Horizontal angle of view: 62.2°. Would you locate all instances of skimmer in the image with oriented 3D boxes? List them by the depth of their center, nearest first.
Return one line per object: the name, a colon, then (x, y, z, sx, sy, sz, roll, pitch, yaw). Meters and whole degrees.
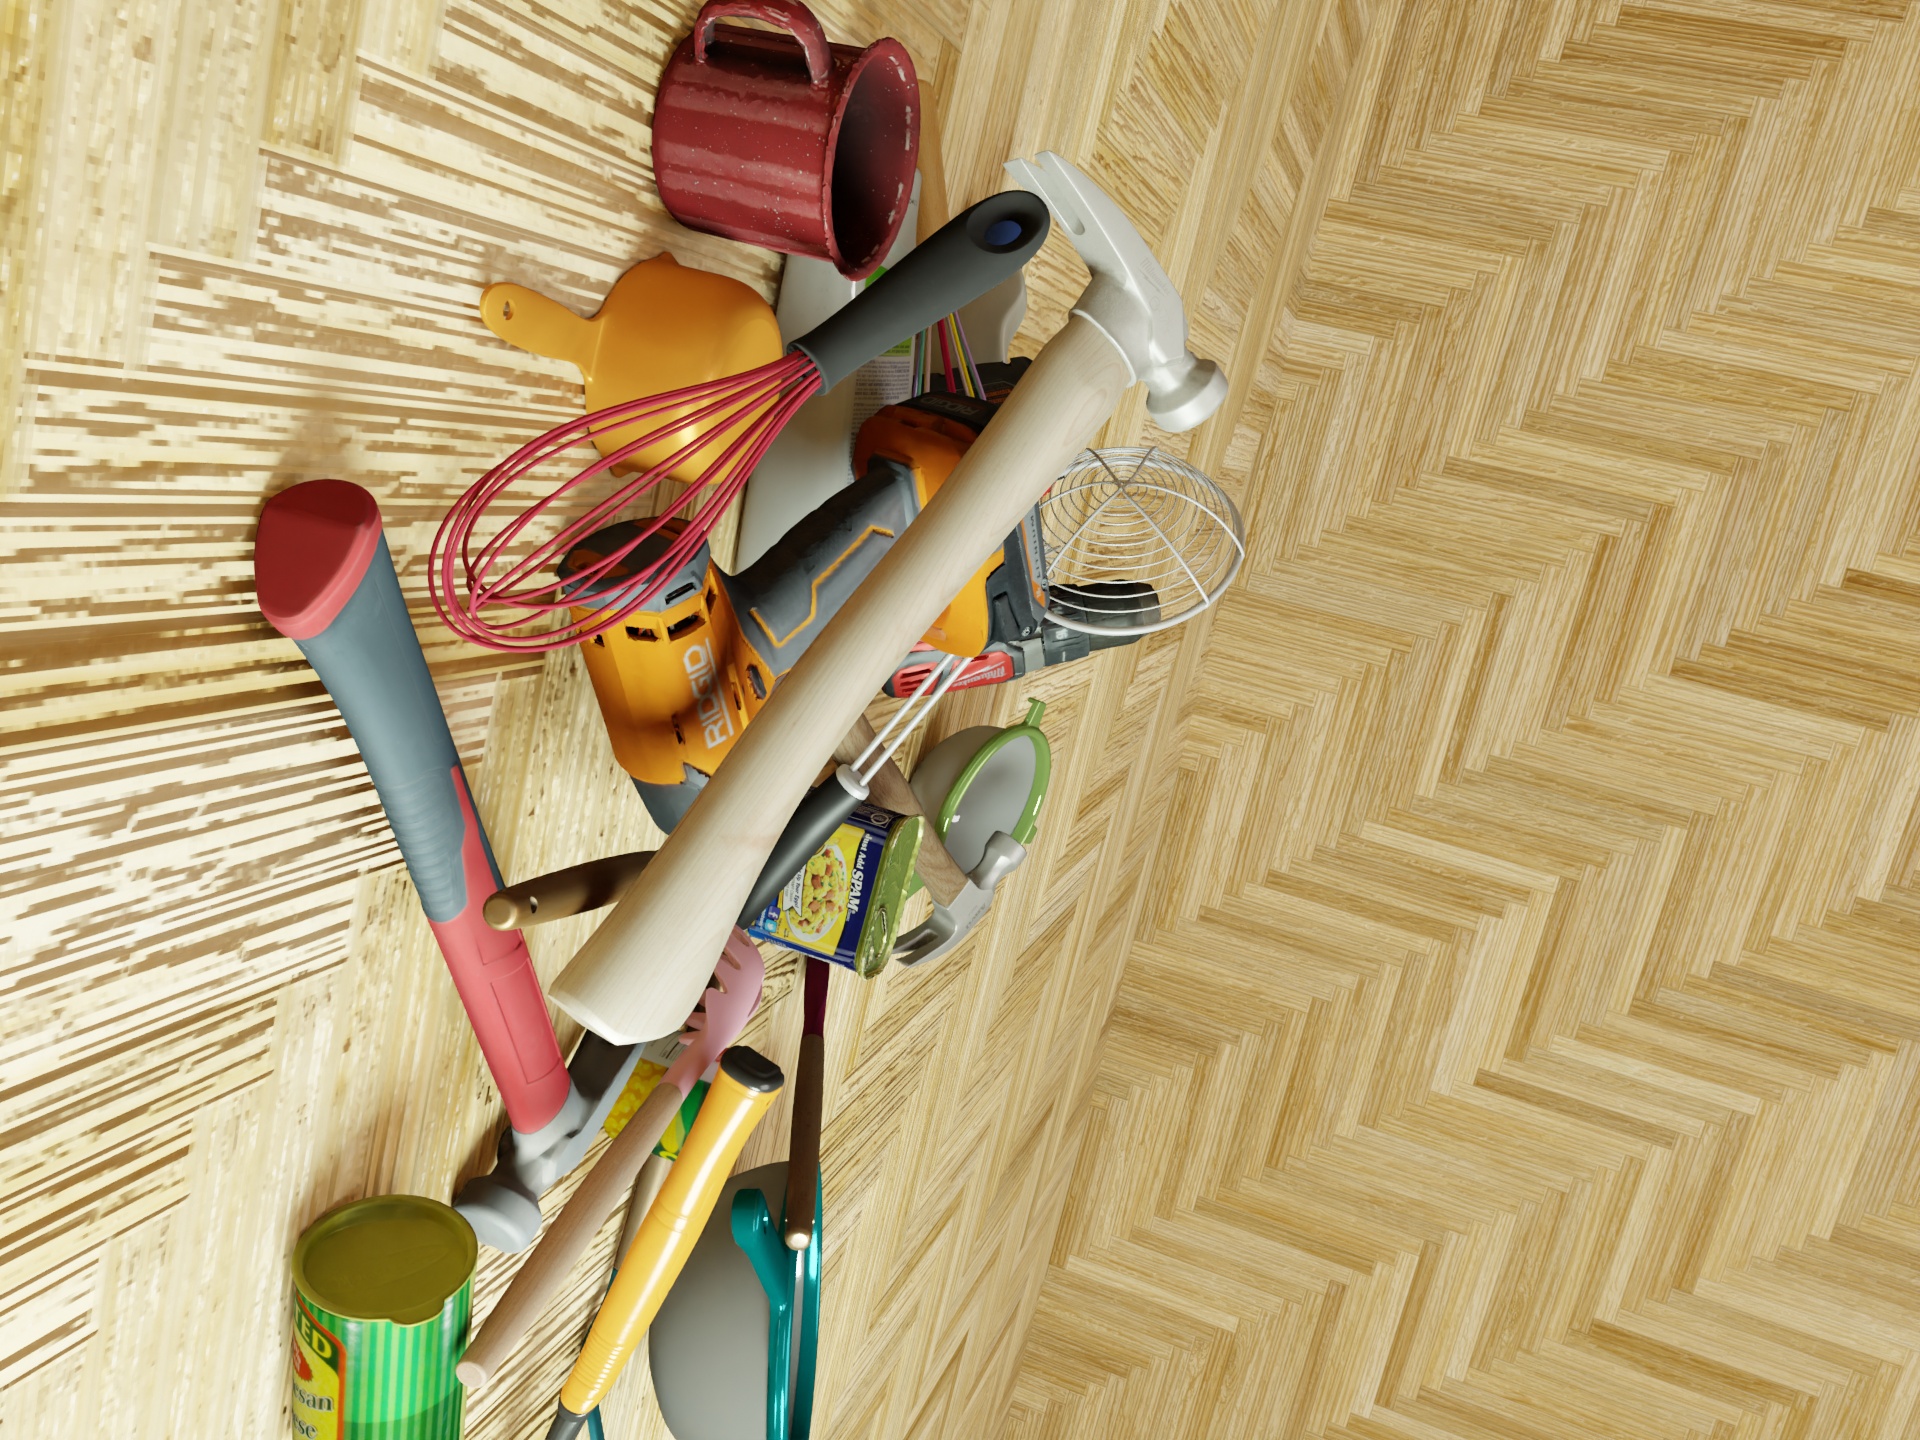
skimmer: (-0.001, -0.003, 0.864, 0.363, 0.127, 0.090, -48, 142, 19)

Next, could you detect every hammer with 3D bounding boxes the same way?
hammer: (-0.184, 0.058, 0.620, 0.385, 0.038, 0.143, 90, 20, -47)
hammer: (-0.034, -0.052, 0.654, 0.146, 0.038, 0.411, 48, 67, -30)
hammer: (-0.176, 0.308, 0.778, 0.337, 0.034, 0.127, -62, 167, 10)
hammer: (-0.040, 0.068, 1.067, 0.130, 0.031, 0.331, -52, 149, -15)

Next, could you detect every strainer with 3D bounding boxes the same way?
strainer: (-0.140, 0.334, 0.924, 0.340, 0.095, 0.211, 89, 2, -56)
strainer: (-0.031, 0.087, 1.201, 0.256, 0.069, 0.151, -38, 144, -37)

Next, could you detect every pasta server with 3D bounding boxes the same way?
pasta server: (-0.153, 0.186, 0.736, 0.316, 0.040, 0.060, -57, 171, -65)

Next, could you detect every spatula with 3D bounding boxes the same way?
spatula: (-0.171, 0.288, 0.903, 0.082, 0.044, 0.317, 156, -49, -77)

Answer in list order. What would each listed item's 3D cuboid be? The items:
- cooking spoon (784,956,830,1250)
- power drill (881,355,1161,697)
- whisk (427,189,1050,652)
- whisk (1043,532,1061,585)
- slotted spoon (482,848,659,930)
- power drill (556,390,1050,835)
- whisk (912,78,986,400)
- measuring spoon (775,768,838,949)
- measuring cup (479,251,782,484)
cooking spoon: (-0.091, 0.209, 0.961, 0.319, 0.017, 0.068, -99, -164, -69)
power drill: (0.029, -0.105, 0.963, 0.226, 0.188, 0.080, 82, -3, -52)
whisk: (-0.072, -0.122, 0.600, 0.296, 0.073, 0.073, -40, 152, -21)
whisk: (0.019, -0.102, 1.199, 0.058, 0.059, 0.246, 66, 28, -6)
slotted spoon: (-0.141, 0.068, 0.691, 0.313, 0.031, 0.070, 12, 69, -85)
power drill: (-0.063, -0.041, 0.722, 0.226, 0.084, 0.164, -33, 130, -33)
whisk: (-0.008, -0.213, 0.827, 0.047, 0.051, 0.245, 160, -76, -79)
measuring spoon: (-0.092, 0.091, 1.033, 0.034, 0.018, 0.124, 52, 55, -72)
measuring cup: (-0.120, -0.139, 0.615, 0.173, 0.052, 0.095, -9, 115, -76)
